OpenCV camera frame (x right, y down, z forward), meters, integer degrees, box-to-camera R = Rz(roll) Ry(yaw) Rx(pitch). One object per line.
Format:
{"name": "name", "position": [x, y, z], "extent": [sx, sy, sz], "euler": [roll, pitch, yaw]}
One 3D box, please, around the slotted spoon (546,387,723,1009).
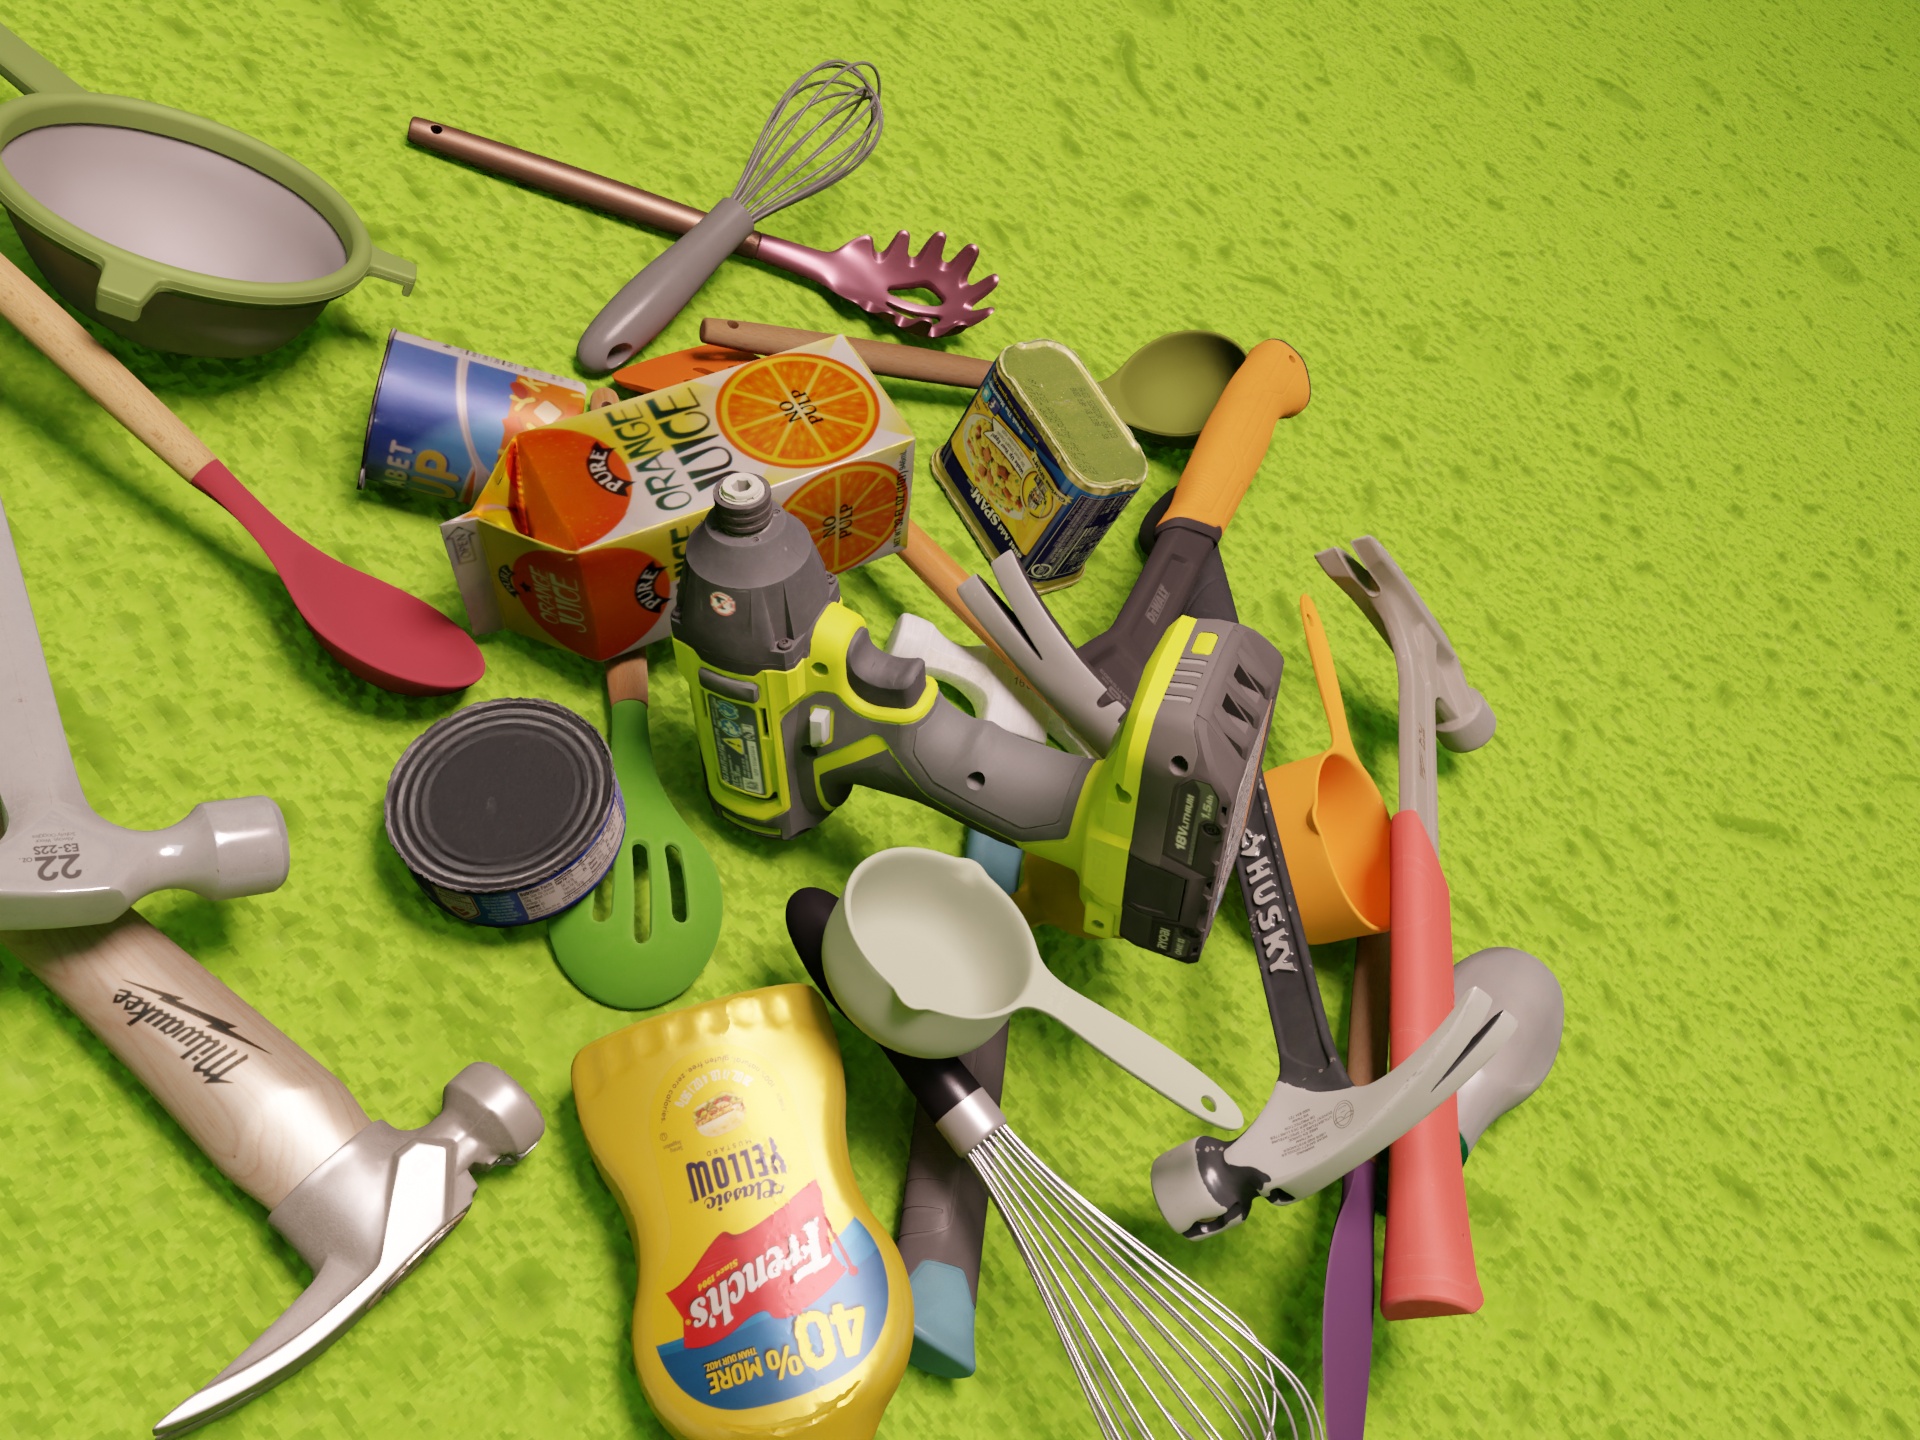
{"name": "slotted spoon", "position": [-0.147, -0.027, 0.688], "extent": [0.070, 0.031, 0.314], "euler": [1, 56, -20]}

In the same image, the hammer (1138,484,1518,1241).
{"name": "hammer", "position": [0.130, 0.021, 0.721], "extent": [0.036, 0.149, 0.409], "euler": [38, 31, -32]}

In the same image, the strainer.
{"name": "strainer", "position": [-0.375, -0.230, 0.688], "extent": [0.256, 0.069, 0.151], "euler": [39, 32, 13]}

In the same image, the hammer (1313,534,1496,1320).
{"name": "hammer", "position": [0.201, 0.083, 0.709], "extent": [0.149, 0.037, 0.359], "euler": [45, 41, -32]}

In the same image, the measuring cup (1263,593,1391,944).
{"name": "measuring cup", "position": [0.163, 0.024, 0.767], "extent": [0.095, 0.052, 0.174], "euler": [23, 54, -47]}

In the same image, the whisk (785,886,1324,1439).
{"name": "whisk", "position": [0.023, 0.173, 0.578], "extent": [0.070, 0.070, 0.285], "euler": [-28, 71, -37]}

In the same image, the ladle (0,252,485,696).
{"name": "ladle", "position": [-0.315, -0.116, 0.620], "extent": [0.315, 0.031, 0.069], "euler": [45, 18, -10]}

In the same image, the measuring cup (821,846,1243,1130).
{"name": "measuring cup", "position": [0.024, 0.110, 0.577], "extent": [0.167, 0.038, 0.083], "euler": [33, 35, -3]}

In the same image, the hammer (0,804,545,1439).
{"name": "hammer", "position": [-0.338, 0.049, 0.535], "extent": [0.411, 0.038, 0.146], "euler": [42, 51, 5]}

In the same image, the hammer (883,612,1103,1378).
{"name": "hammer", "position": [0.006, 0.101, 0.672], "extent": [0.128, 0.033, 0.331], "euler": [19, 52, -13]}

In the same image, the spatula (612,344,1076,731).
{"name": "spatula", "position": [-0.033, -0.085, 0.757], "extent": [0.323, 0.041, 0.081], "euler": [46, 44, 13]}

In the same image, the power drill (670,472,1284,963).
{"name": "power drill", "position": [-0.001, -0.002, 0.601], "extent": [0.223, 0.171, 0.080], "euler": [17, 50, 14]}

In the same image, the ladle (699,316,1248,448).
{"name": "ladle", "position": [0.018, -0.194, 0.854], "extent": [0.320, 0.062, 0.078], "euler": [3, 53, -27]}

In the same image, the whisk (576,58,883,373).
{"name": "whisk", "position": [-0.115, -0.260, 0.818], "extent": [0.055, 0.055, 0.239], "euler": [37, 68, 1]}

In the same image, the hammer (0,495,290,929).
{"name": "hammer", "position": [-0.373, -0.095, 0.582], "extent": [0.144, 0.035, 0.406], "euler": [-6, 54, -39]}

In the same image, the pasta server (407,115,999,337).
{"name": "pasta server", "position": [-0.133, -0.268, 0.852], "extent": [0.316, 0.040, 0.060], "euler": [15, 67, -16]}

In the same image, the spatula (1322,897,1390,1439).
{"name": "spatula", "position": [0.171, 0.169, 0.678], "extent": [0.059, 0.018, 0.316], "euler": [65, 28, -28]}

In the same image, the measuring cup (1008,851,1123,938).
{"name": "measuring cup", "position": [0.019, 0.077, 0.653], "extent": [0.156, 0.029, 0.062], "euler": [-22, 69, -33]}

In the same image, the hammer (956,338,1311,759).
{"name": "hammer", "position": [0.109, -0.106, 0.759], "extent": [0.127, 0.034, 0.337], "euler": [45, 42, -12]}
